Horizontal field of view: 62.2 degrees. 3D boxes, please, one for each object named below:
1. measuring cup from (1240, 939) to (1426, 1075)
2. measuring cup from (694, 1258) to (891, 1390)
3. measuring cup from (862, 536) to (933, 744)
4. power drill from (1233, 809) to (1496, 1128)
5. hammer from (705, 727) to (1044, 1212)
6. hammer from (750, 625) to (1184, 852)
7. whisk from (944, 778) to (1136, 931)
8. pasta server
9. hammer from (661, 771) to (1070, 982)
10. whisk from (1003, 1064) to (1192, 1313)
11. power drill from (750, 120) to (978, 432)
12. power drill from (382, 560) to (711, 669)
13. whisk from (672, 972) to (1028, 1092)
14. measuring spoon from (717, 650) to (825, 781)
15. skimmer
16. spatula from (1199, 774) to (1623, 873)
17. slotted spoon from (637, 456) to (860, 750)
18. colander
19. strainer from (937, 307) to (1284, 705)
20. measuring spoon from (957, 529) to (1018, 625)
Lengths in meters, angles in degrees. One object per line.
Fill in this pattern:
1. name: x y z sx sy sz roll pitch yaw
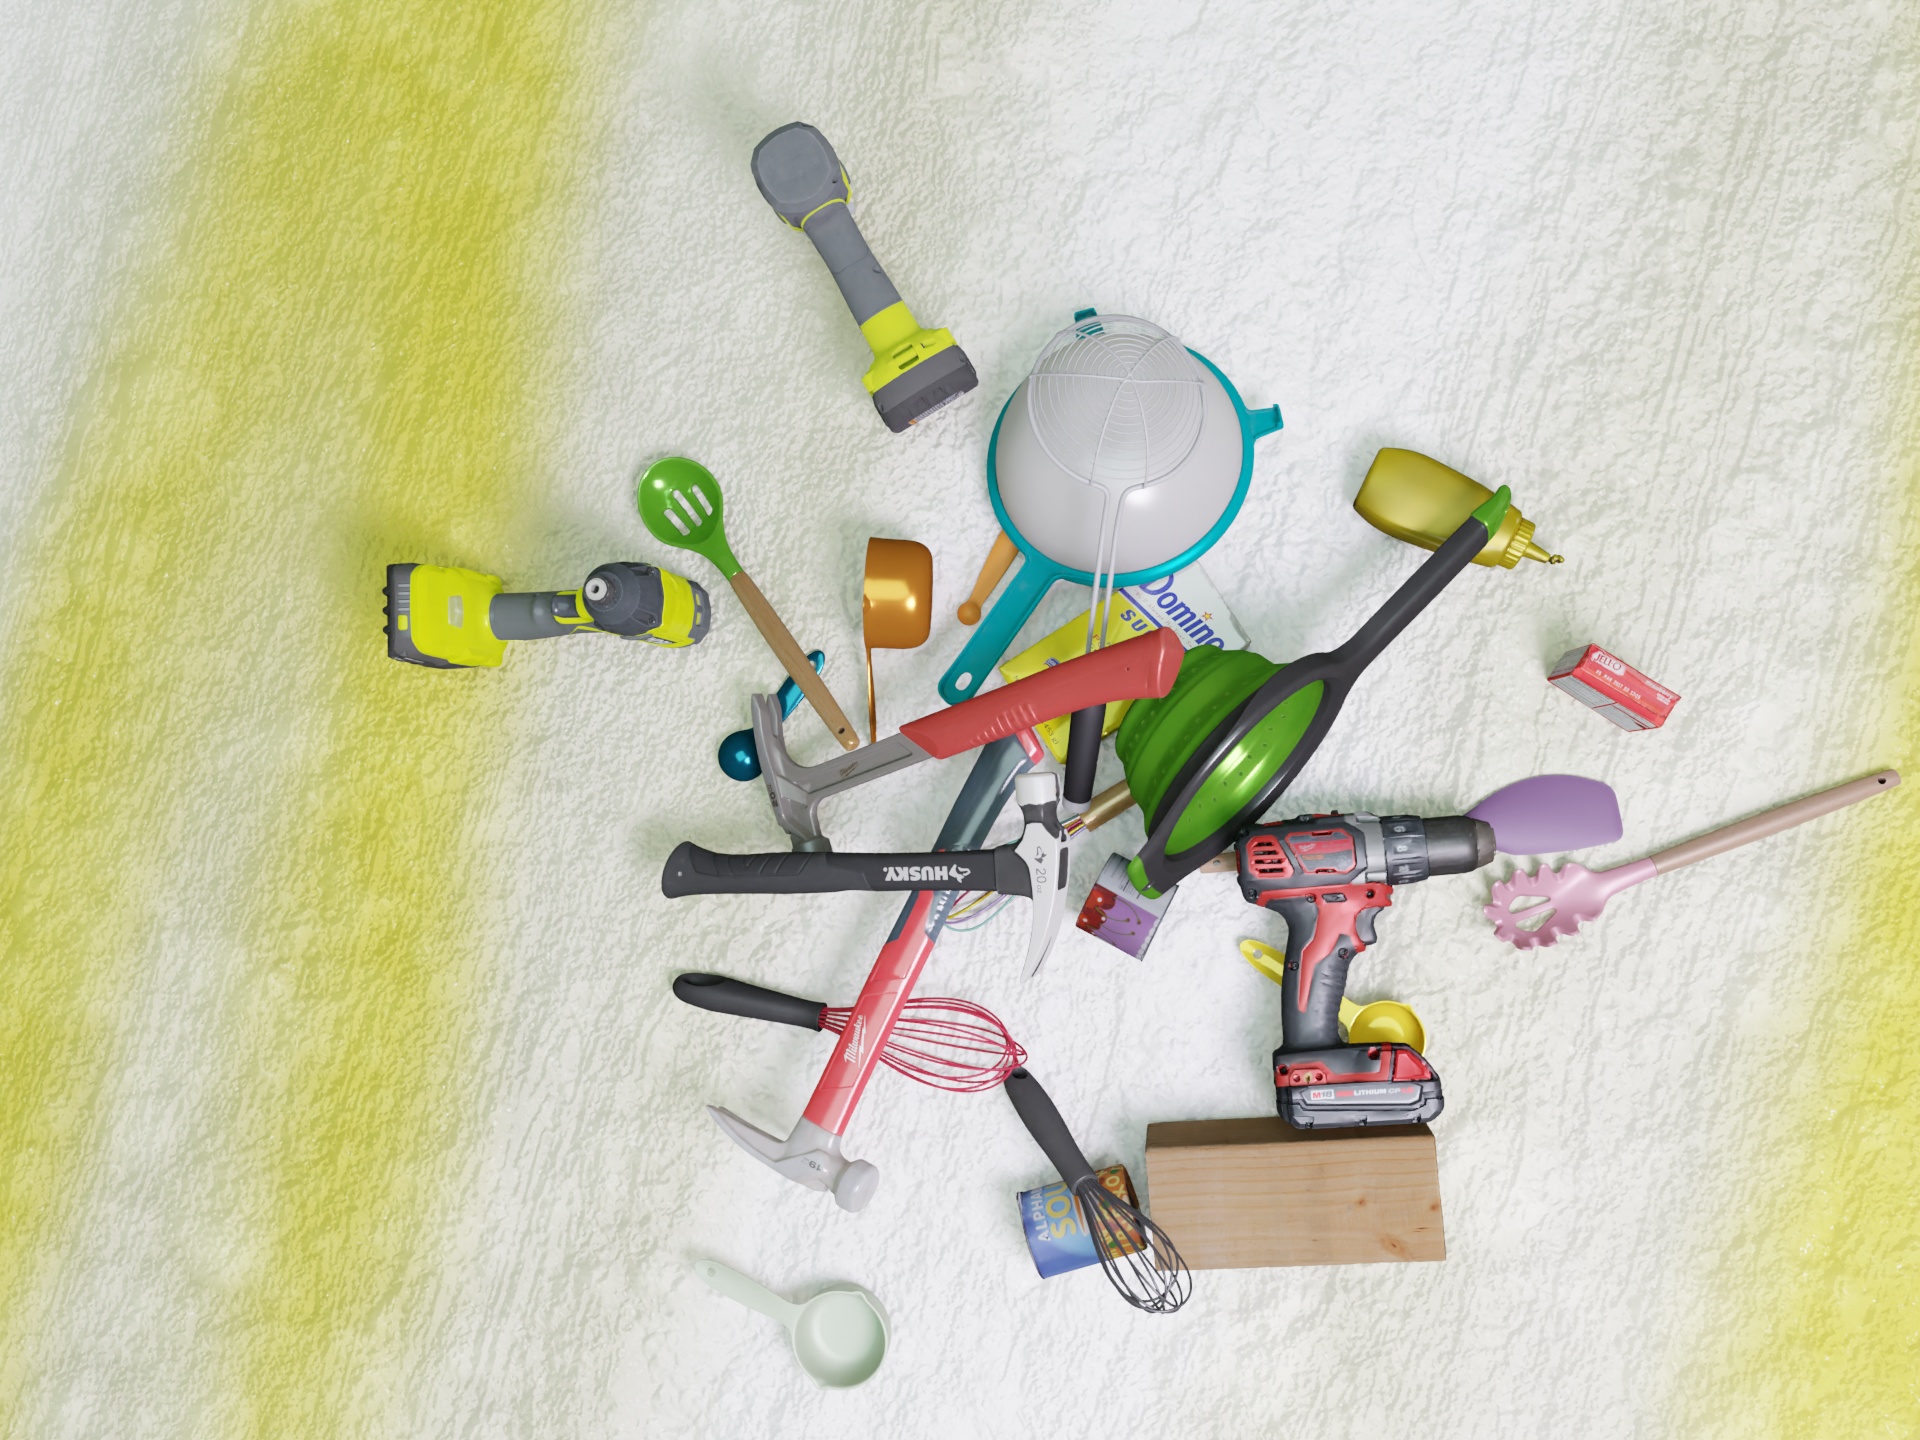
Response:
1. measuring cup: 0.282 0.214 1.217 0.156 0.029 0.062 33 91 15
2. measuring cup: -0.132 0.463 1.257 0.167 0.038 0.083 23 91 11
3. measuring cup: -0.048 -0.059 1.260 0.052 0.095 0.173 1 106 2
4. power drill: 0.304 0.176 1.164 0.188 0.080 0.227 -6 80 10
5. hammer: -0.051 0.164 1.211 0.143 0.038 0.386 23 83 23
6. hammer: -0.002 -0.004 1.179 0.359 0.036 0.149 -21 79 30
7. whisk: 0.078 0.092 1.243 0.245 0.047 0.051 -32 82 2
8. pasta server: 0.540 0.097 1.177 0.316 0.040 0.060 -21 73 6
9. hammer: -0.078 0.118 1.182 0.335 0.035 0.146 -3 91 24
10. whisk: 0.094 0.339 1.171 0.055 0.055 0.239 -43 45 4
11. power drill: -0.076 -0.342 1.234 0.080 0.190 0.228 -30 97 6
12. power drill: -0.329 -0.088 1.251 0.223 0.171 0.080 -3 87 12
13. whisk: -0.091 0.238 1.254 0.296 0.073 0.073 10 88 14
14. measuring spoon: -0.153 -0.006 1.292 0.042 0.021 0.128 38 93 9
15. skimmer: 0.100 -0.106 1.162 0.127 0.090 0.363 2 119 -5
16. spatula: 0.340 0.088 1.216 0.316 0.018 0.060 -9 75 7
17. slotted spoon: -0.165 -0.093 1.256 0.070 0.031 0.314 -39 64 5
18. colander: 0.238 -0.046 1.165 0.397 0.204 0.095 -45 66 -2
19. strainer: 0.078 -0.162 1.202 0.211 0.095 0.340 33 84 19
20. measuring spoon: 0.030 -0.129 1.277 0.021 0.011 0.117 30 91 9
